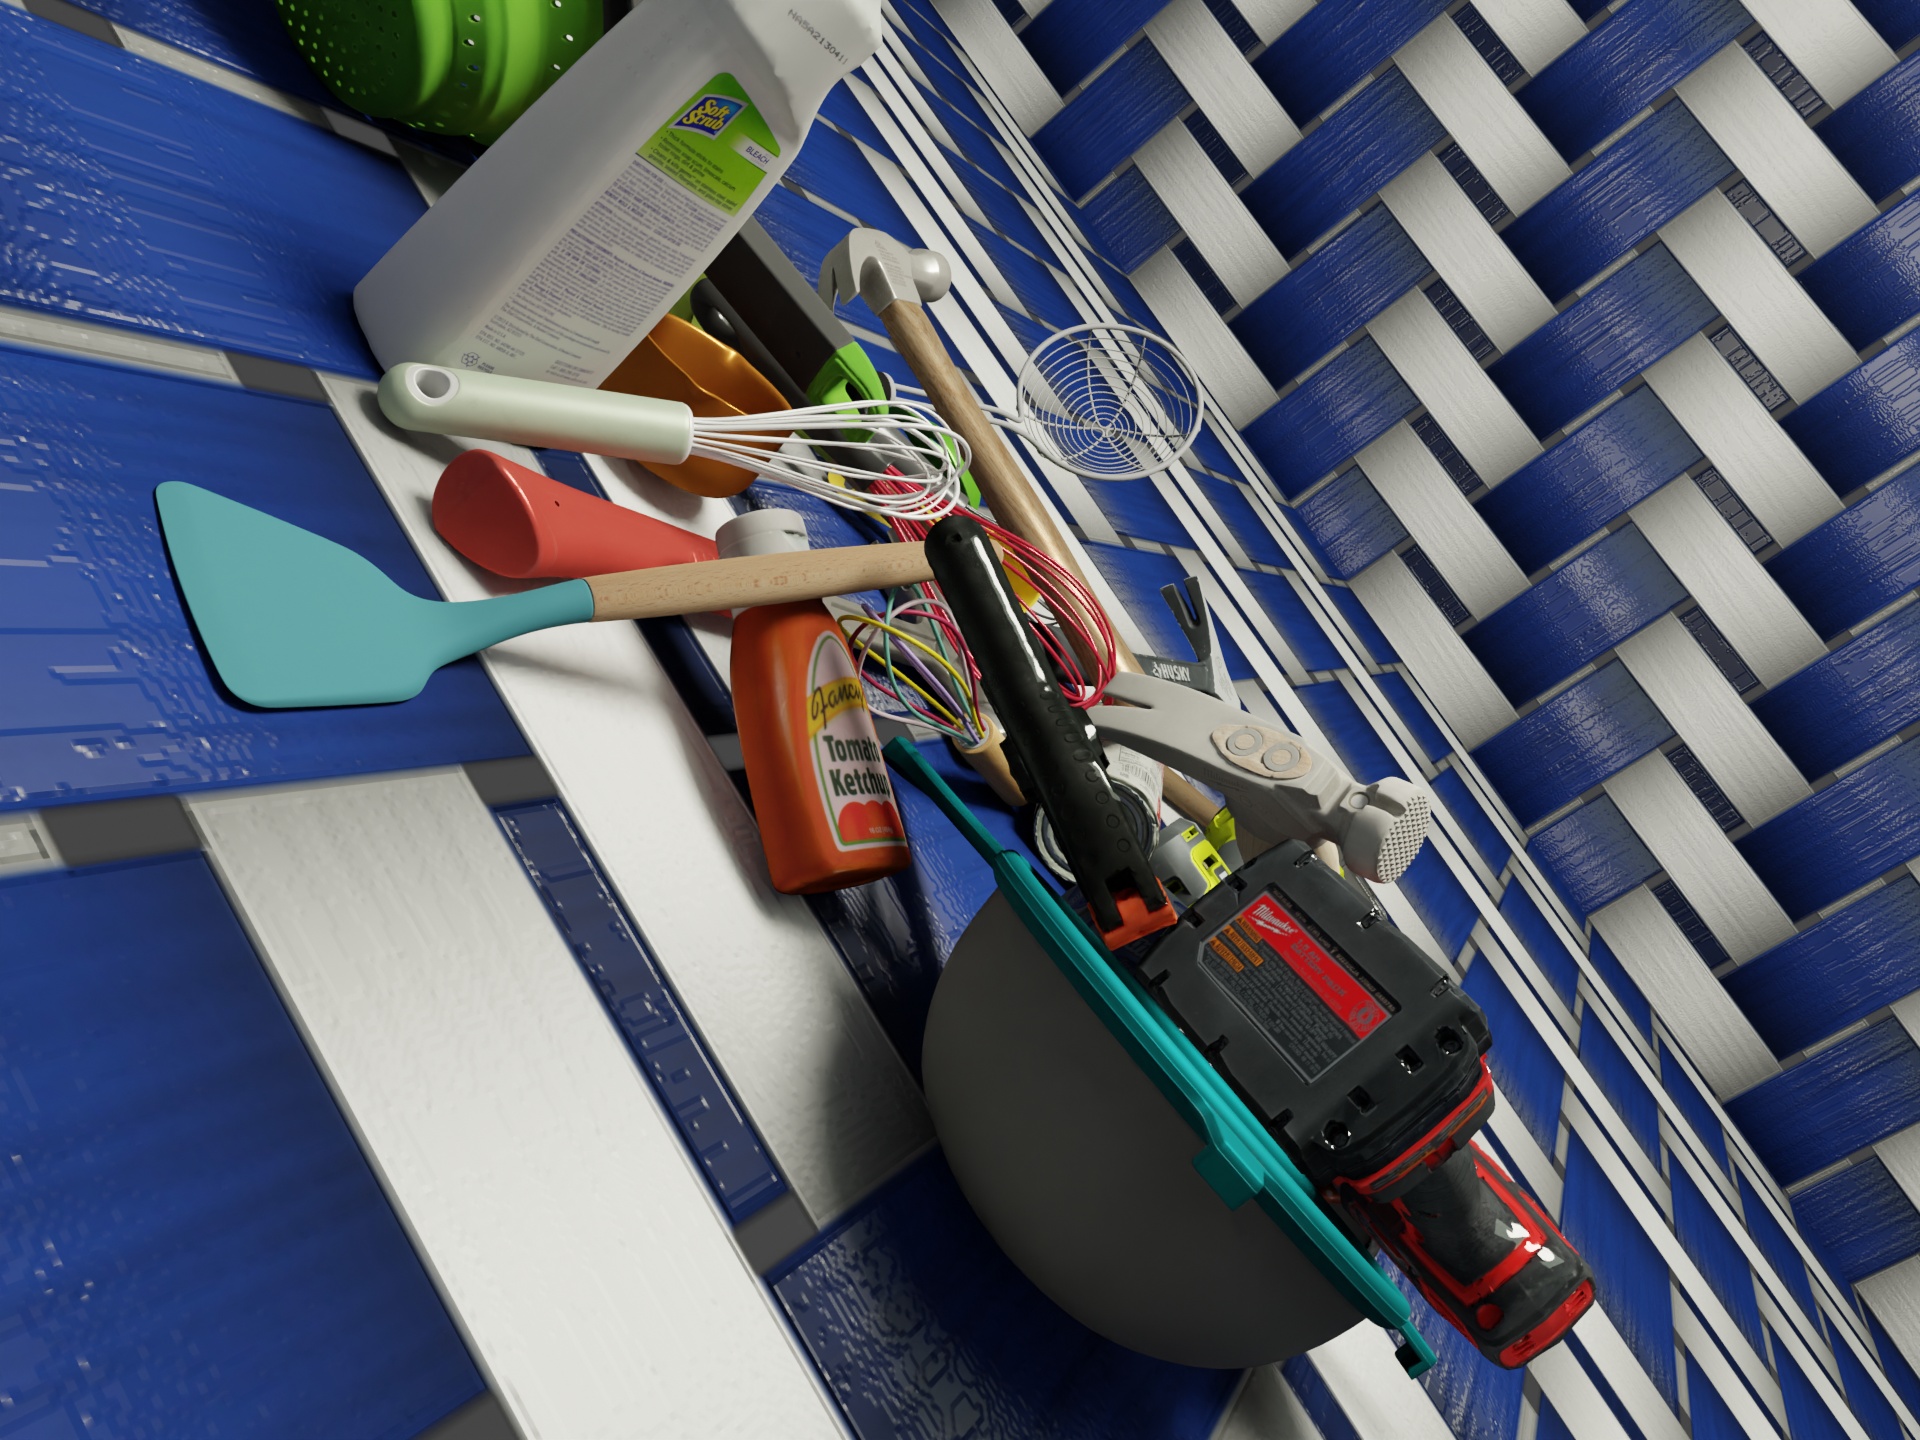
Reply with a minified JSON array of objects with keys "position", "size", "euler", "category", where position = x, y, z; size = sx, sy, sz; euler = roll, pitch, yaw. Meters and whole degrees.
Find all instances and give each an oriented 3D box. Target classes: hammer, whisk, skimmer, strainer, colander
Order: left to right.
[{"position":[-0.184,-0.266,0.692],"size":[0.397,0.204,0.094],"euler":[51,51,1],"category":"colander"},{"position":[-0.105,-0.114,0.639],"size":[0.246,0.059,0.058],"euler":[3,65,-29],"category":"whisk"},{"position":[-0.093,-0.065,0.719],"size":[0.358,0.036,0.149],"euler":[15,42,-60],"category":"hammer"},{"position":[-0.027,-0.110,0.799],"size":[0.295,0.073,0.073],"euler":[46,21,-8],"category":"whisk"},{"position":[-0.006,-0.132,1.014],"size":[0.238,0.055,0.055],"euler":[41,23,-17],"category":"whisk"},{"position":[-0.003,-0.003,0.739],"size":[0.244,0.047,0.051],"euler":[50,34,-66],"category":"whisk"},{"position":[0.012,-0.216,0.994],"size":[0.363,0.090,0.127],"euler":[-1,60,-47],"category":"skimmer"},{"position":[0.019,-0.138,0.886],"size":[0.130,0.031,0.331],"euler":[-10,67,-56],"category":"hammer"},{"position":[0.023,0.122,0.614],"size":[0.210,0.095,0.341],"euler":[49,-2,-43],"category":"strainer"},{"position":[0.110,-0.039,1.033],"size":[0.408,0.036,0.149],"euler":[4,68,-64],"category":"hammer"},{"position":[0.163,0.134,0.751],"size":[0.146,0.038,0.410],"euler":[26,-26,37],"category":"hammer"}]

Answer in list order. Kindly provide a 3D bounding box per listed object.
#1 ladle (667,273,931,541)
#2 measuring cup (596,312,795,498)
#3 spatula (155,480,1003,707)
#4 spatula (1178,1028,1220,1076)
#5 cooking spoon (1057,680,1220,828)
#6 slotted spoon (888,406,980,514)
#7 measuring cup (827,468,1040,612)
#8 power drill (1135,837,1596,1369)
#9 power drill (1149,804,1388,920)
[{"position":[-0.046,-0.134,0.891],"size":[0.319,0.078,0.062],"euler":[43,-19,-29],"category":"ladle"},{"position":[-0.159,-0.166,0.728],"size":[0.173,0.052,0.095],"euler":[34,20,-11],"category":"measuring cup"},{"position":[-0.104,-0.050,0.556],"size":[0.317,0.044,0.082],"euler":[-11,60,-37],"category":"spatula"},{"position":[0.141,0.176,0.723],"size":[0.316,0.018,0.060],"euler":[32,21,3],"category":"spatula"},{"position":[0.116,0.024,1.055],"size":[0.318,0.017,0.069],"euler":[37,26,-36],"category":"cooking spoon"},{"position":[-0.089,-0.256,1.044],"size":[0.313,0.031,0.070],"euler":[48,-11,-6],"category":"slotted spoon"},{"position":[-0.017,-0.113,0.962],"size":[0.156,0.062,0.029],"euler":[28,-1,-25],"category":"measuring cup"},{"position":[0.158,0.149,0.610],"size":[0.219,0.078,0.143],"euler":[53,-3,-41],"category":"power drill"},{"position":[0.184,0.128,0.959],"size":[0.171,0.080,0.223],"euler":[55,24,8],"category":"power drill"}]
